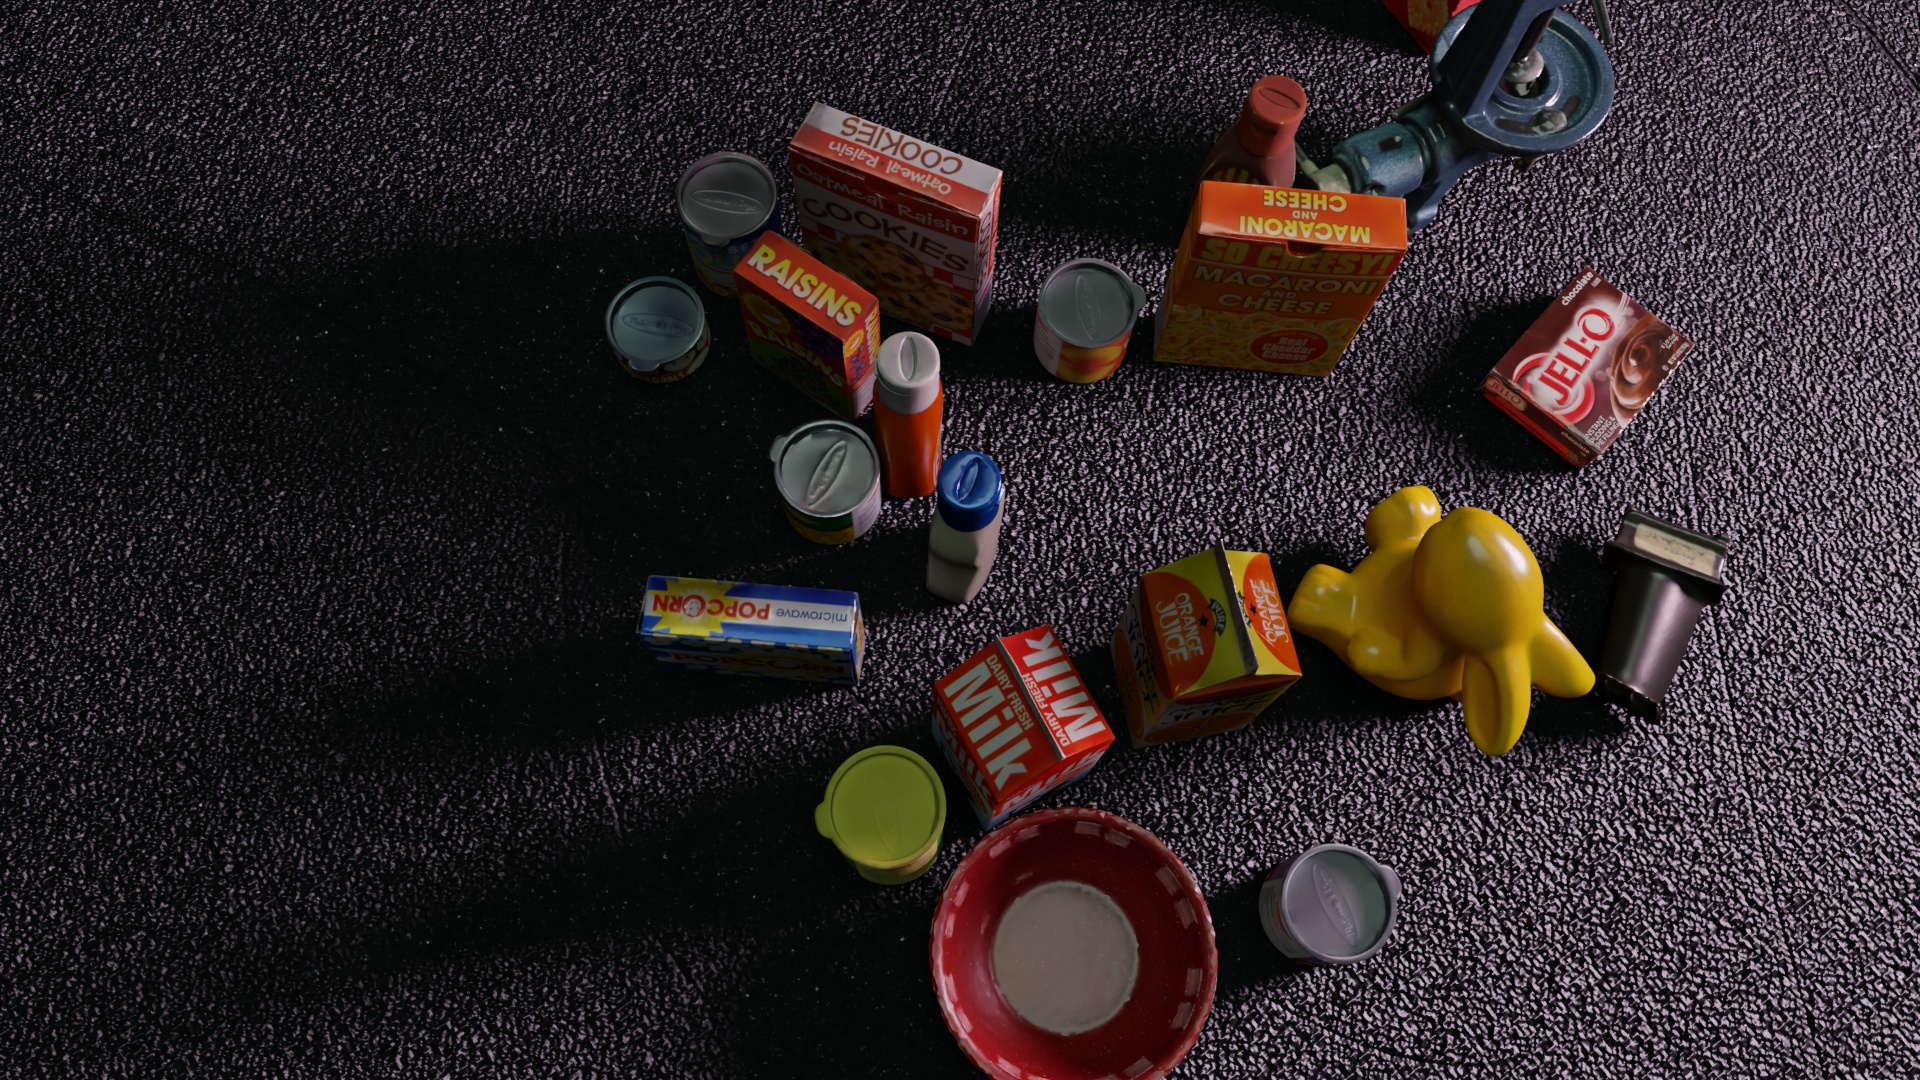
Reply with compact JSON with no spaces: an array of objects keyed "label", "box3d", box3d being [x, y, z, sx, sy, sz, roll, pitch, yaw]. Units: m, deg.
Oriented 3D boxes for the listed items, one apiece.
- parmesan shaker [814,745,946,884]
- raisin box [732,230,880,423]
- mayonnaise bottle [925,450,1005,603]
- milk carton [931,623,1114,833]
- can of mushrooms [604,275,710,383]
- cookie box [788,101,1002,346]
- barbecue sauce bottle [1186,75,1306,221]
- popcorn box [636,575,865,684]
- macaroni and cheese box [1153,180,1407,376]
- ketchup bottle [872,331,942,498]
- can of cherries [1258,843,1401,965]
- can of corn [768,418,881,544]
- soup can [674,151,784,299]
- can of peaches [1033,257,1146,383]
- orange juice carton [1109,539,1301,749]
[{"label":"parmesan shaker","box3d":[-0.045,0.160,0.797,0.071,0.102,0.071,1,71,-1]},{"label":"raisin box","box3d":[-0.094,-0.134,0.889,0.086,0.123,0.040,34,74,10]},{"label":"mayonnaise bottle","box3d":[0.003,-0.010,0.835,0.041,0.147,0.065,19,72,5]},{"label":"milk carton","box3d":[0.032,0.105,0.773,0.073,0.190,0.072,-27,74,-10]},{"label":"can of mushrooms","box3d":[-0.204,-0.139,0.935,0.071,0.033,0.071,1,71,-2]},{"label":"cookie box","box3d":[-0.040,-0.196,0.889,0.123,0.167,0.040,21,72,6]},{"label":"barbecue sauce bottle","box3d":[0.194,-0.249,0.925,0.065,0.148,0.044,28,73,8]},{"label":"popcorn box","box3d":[-0.123,0.056,0.841,0.127,0.085,0.038,5,71,0]},{"label":"macaroni and cheese box","box3d":[0.197,-0.161,0.884,0.124,0.166,0.040,5,71,0]},{"label":"ketchup bottle","box3d":[-0.033,-0.079,0.858,0.043,0.148,0.065,-2,71,-2]},{"label":"can of cherries","box3d":[0.215,0.213,0.810,0.071,0.058,0.071,1,71,-1]},{"label":"can of corn","box3d":[-0.086,-0.038,0.889,0.071,0.058,0.071,1,71,-1]},{"label":"soup can","box3d":[-0.153,-0.207,0.934,0.071,0.083,0.071,1,71,-1]},{"label":"can of peaches","box3d":[0.085,-0.147,0.933,0.071,0.058,0.071,1,71,-1]},{"label":"orange juice carton","box3d":[0.138,0.062,0.790,0.073,0.192,0.072,-10,72,-5]}]
